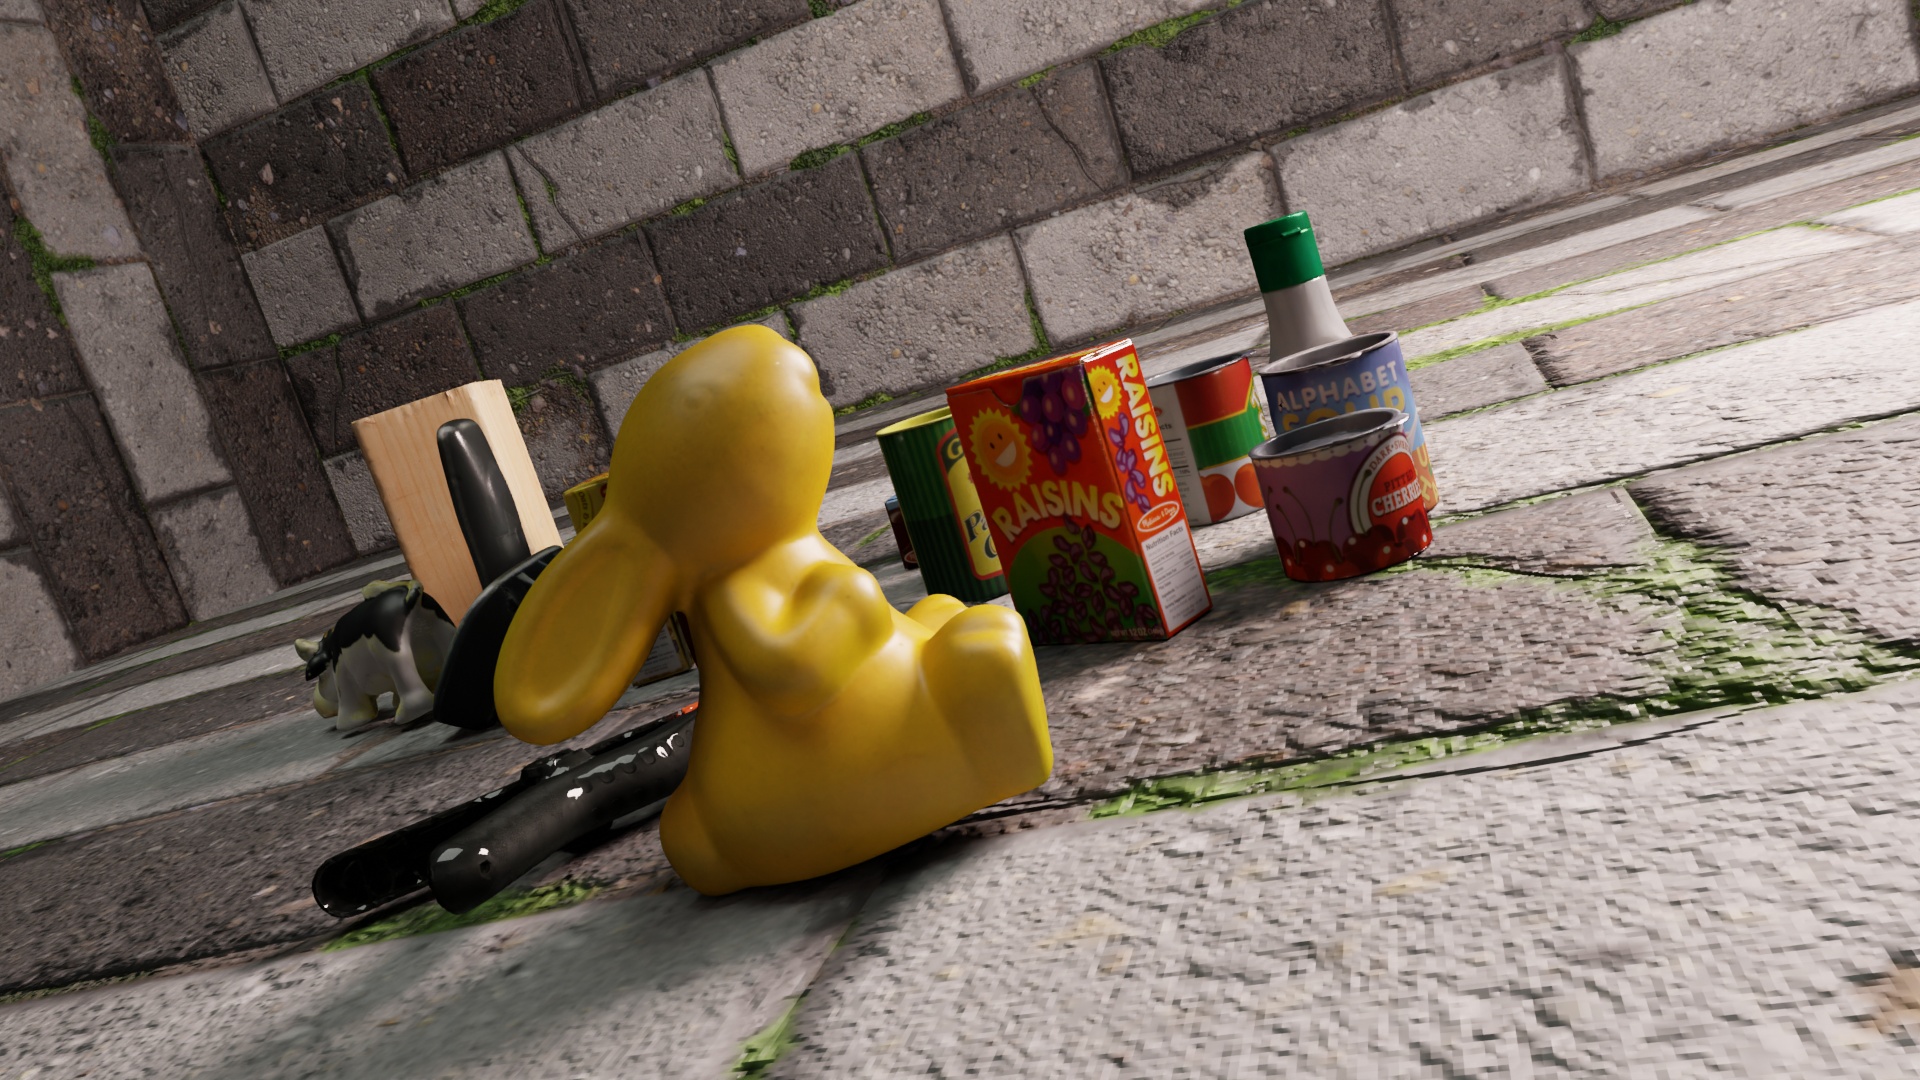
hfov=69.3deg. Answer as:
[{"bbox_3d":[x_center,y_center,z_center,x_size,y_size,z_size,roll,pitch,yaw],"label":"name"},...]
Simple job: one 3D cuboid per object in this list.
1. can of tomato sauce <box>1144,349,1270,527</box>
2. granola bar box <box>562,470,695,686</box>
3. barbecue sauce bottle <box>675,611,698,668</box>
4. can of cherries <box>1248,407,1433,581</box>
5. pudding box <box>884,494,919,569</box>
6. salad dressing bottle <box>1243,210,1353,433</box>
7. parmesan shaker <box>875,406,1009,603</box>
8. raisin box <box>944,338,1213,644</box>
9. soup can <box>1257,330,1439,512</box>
[{"bbox_3d":[0.142,-0.057,0.782,0.071,0.083,0.071,-17,9,3],"label":"can of tomato sauce"},{"bbox_3d":[-0.191,0.009,0.887,0.039,0.124,0.166,-17,9,4],"label":"granola bar box"},{"bbox_3d":[-0.144,-0.002,0.793,0.065,0.148,0.043,-24,11,-34],"label":"barbecue sauce bottle"},{"bbox_3d":[0.167,-0.020,0.601,0.071,0.058,0.071,-17,9,3],"label":"can of cherries"},{"bbox_3d":[-0.002,-0.016,0.909,0.083,0.049,0.030,-14,10,21],"label":"pudding box"},{"bbox_3d":[0.198,-0.110,0.785,0.064,0.147,0.044,-19,9,-5],"label":"salad dressing bottle"},{"bbox_3d":[0.001,-0.022,0.776,0.071,0.103,0.071,-17,9,3],"label":"parmesan shaker"},{"bbox_3d":[0.050,-0.018,0.607,0.040,0.123,0.086,-26,12,-40],"label":"raisin box"},{"bbox_3d":[0.185,-0.050,0.659,0.071,0.083,0.071,-17,9,3],"label":"soup can"}]
